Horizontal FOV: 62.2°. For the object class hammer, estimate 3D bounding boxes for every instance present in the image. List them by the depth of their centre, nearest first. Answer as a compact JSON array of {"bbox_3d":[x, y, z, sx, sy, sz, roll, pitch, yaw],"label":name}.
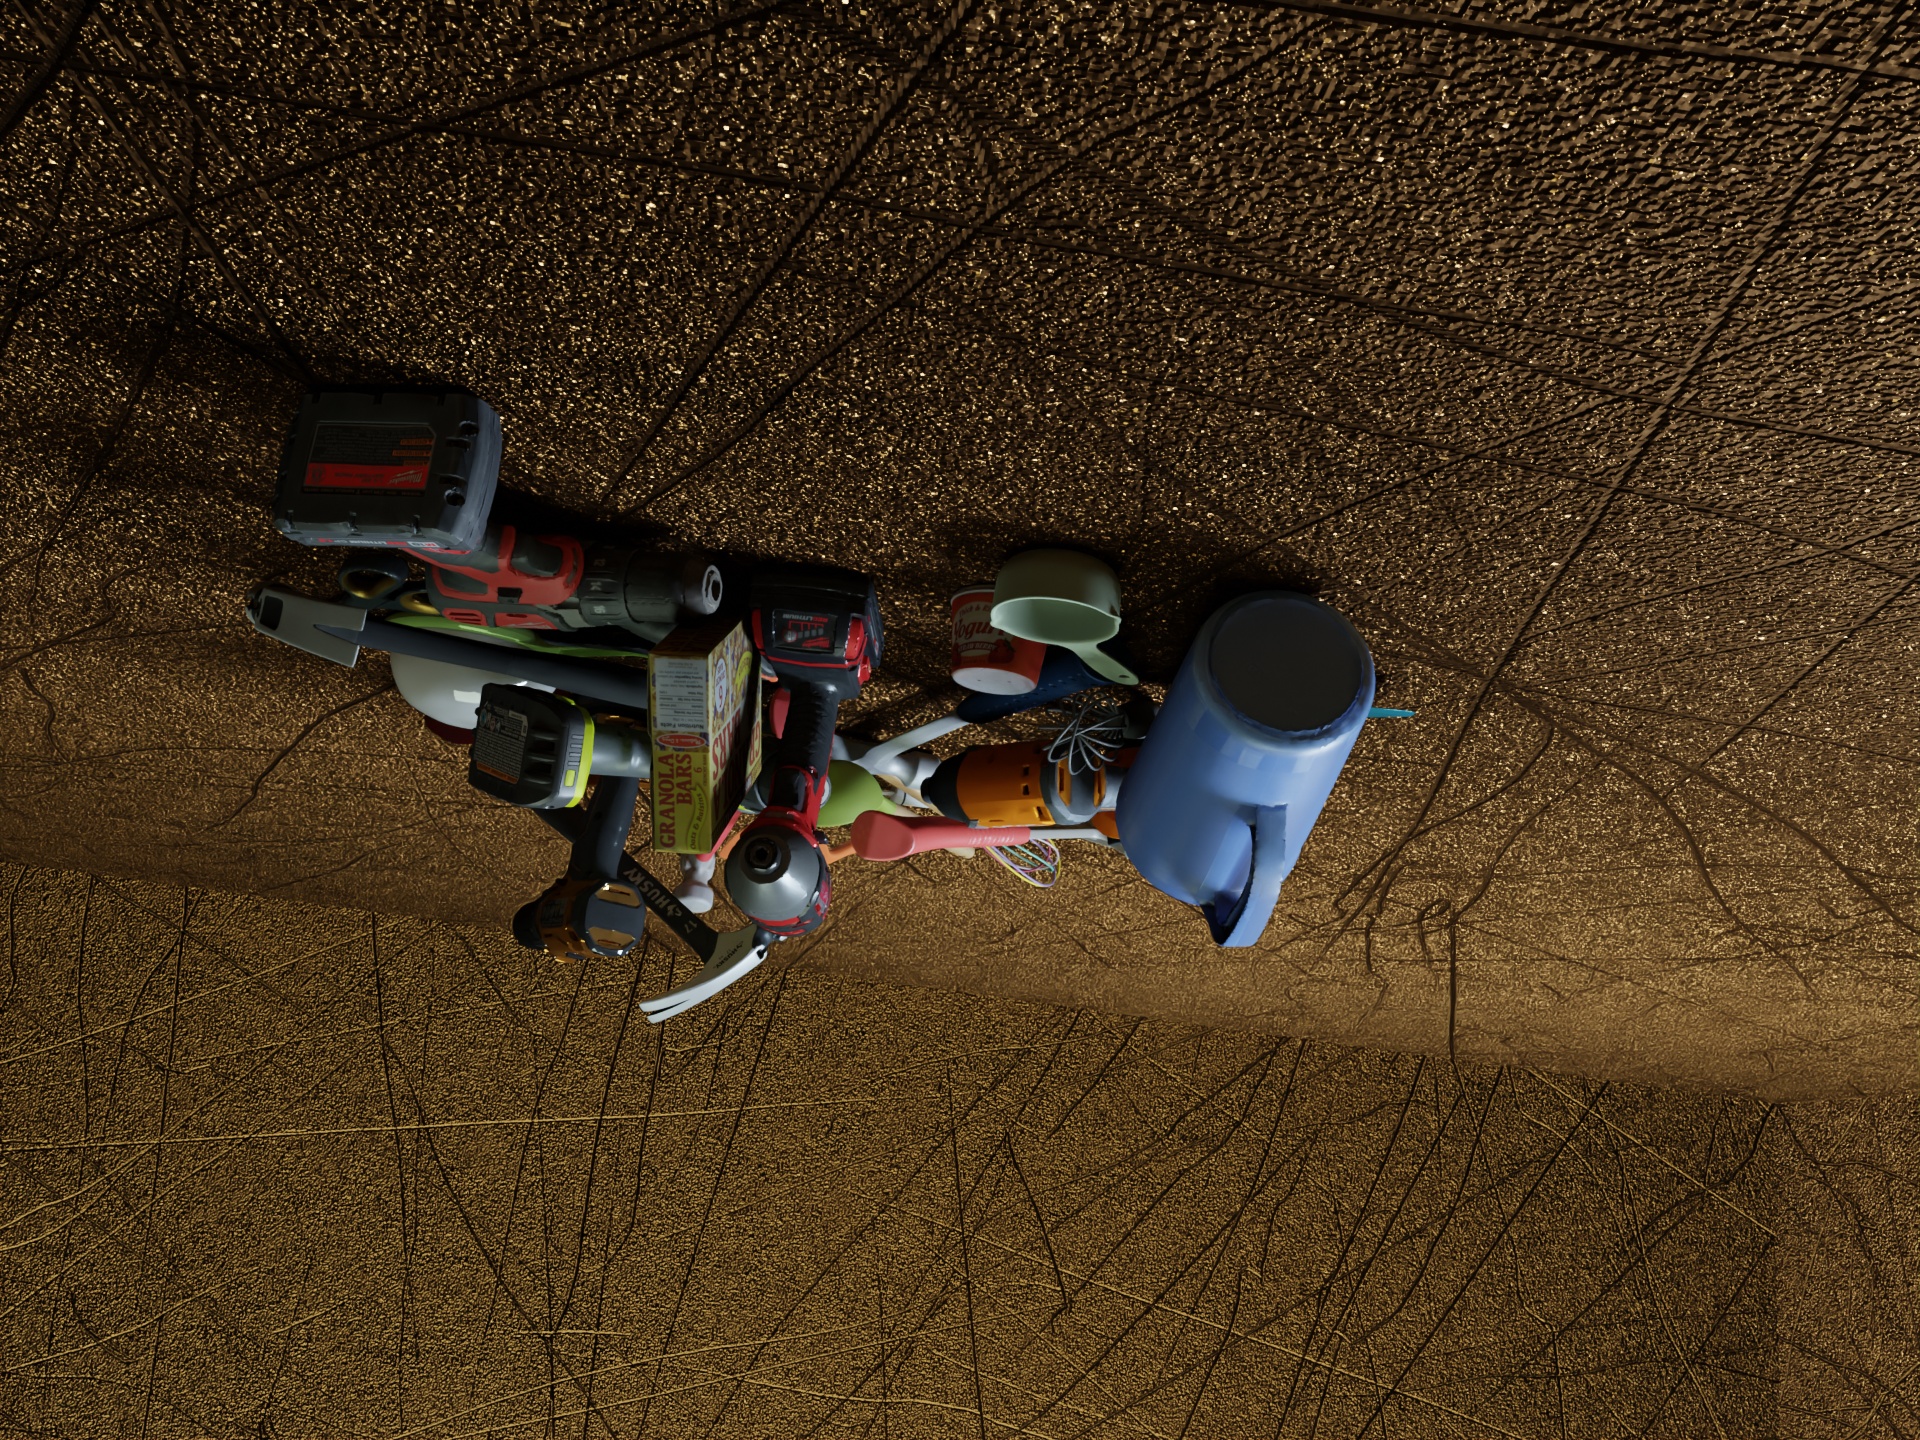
[{"bbox_3d":[-0.286,-0.036,1.058,0.334,0.035,0.146,13,-178,-37],"label":"hammer"},{"bbox_3d":[-0.002,-0.004,1.218,0.144,0.035,0.405,15,163,-24],"label":"hammer"},{"bbox_3d":[0.023,0.089,1.314,0.149,0.036,0.359,16,-174,33],"label":"hammer"},{"bbox_3d":[-0.195,0.046,1.413,0.038,0.143,0.386,11,152,-17],"label":"hammer"},{"bbox_3d":[-0.324,0.124,1.445,0.409,0.149,0.036,33,154,37],"label":"hammer"}]

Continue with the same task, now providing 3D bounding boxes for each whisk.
[{"bbox_3d":[0.105,0.004,1.083,0.055,0.055,0.239,2,-177,20],"label":"whisk"},{"bbox_3d":[0.008,0.089,1.483,0.244,0.047,0.051,34,179,-32],"label":"whisk"}]

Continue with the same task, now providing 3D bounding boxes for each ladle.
[{"bbox_3d":[-0.055,0.097,1.419,0.078,0.062,0.320,4,166,24],"label":"ladle"}]

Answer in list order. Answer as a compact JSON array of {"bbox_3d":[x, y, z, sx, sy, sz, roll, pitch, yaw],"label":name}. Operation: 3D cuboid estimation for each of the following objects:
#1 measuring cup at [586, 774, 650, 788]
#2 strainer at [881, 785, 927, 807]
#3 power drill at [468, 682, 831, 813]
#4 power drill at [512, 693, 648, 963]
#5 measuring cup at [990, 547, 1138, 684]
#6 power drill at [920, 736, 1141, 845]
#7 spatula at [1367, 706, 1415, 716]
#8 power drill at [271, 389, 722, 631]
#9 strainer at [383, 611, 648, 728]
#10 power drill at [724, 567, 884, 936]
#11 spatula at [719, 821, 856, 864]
[{"bbox_3d":[-0.320,0.031,1.459,0.173,0.052,0.095,9,164,-12],"label":"measuring cup"},{"bbox_3d":[-0.067,0.067,1.490,0.258,0.050,0.087,8,165,-22],"label":"strainer"},{"bbox_3d":[-0.223,0.029,1.168,0.228,0.080,0.191,8,-177,-38],"label":"power drill"},{"bbox_3d":[-0.314,0.092,1.344,0.084,0.226,0.185,18,161,-32],"label":"power drill"},{"bbox_3d":[0.077,-0.062,0.978,0.083,0.038,0.167,-1,163,27],"label":"measuring cup"},{"bbox_3d":[0.088,0.053,1.221,0.226,0.084,0.164,6,172,-44],"label":"power drill"},{"bbox_3d":[0.244,0.044,1.199,0.082,0.044,0.317,5,152,-6],"label":"spatula"},{"bbox_3d":[-0.257,-0.105,0.916,0.188,0.080,0.226,4,167,14],"label":"power drill"},{"bbox_3d":[-0.335,-0.030,1.217,0.256,0.069,0.151,0,162,30],"label":"strainer"},{"bbox_3d":[-0.105,0.022,1.015,0.078,0.220,0.143,6,164,4],"label":"power drill"},{"bbox_3d":[-0.076,0.103,1.484,0.322,0.041,0.081,-6,155,-47],"label":"spatula"}]
